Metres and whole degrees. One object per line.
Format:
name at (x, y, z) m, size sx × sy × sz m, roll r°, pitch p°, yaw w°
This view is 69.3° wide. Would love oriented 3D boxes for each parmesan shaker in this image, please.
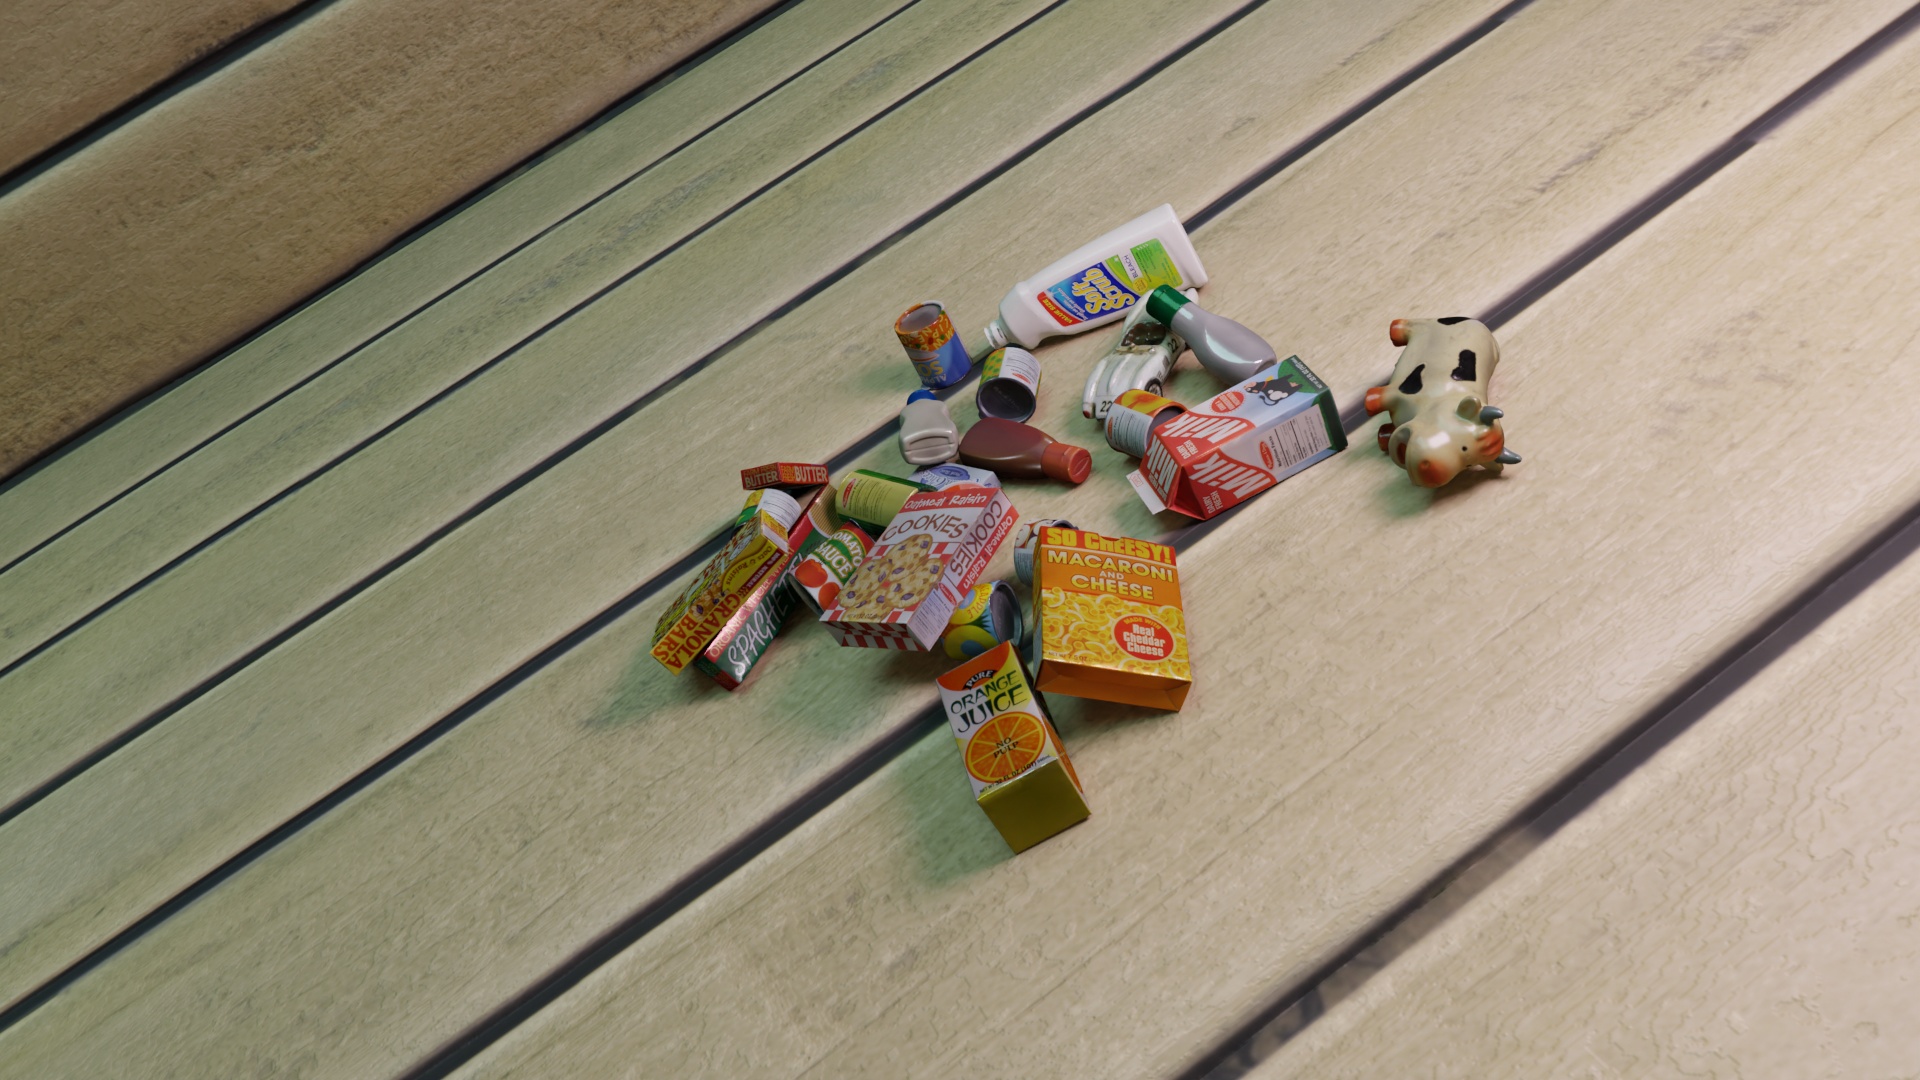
parmesan shaker at (-0.073, -0.031, 1.441) m, size 0.103 × 0.071 × 0.071 m, roll 16°, pitch 55°, yaw 43°

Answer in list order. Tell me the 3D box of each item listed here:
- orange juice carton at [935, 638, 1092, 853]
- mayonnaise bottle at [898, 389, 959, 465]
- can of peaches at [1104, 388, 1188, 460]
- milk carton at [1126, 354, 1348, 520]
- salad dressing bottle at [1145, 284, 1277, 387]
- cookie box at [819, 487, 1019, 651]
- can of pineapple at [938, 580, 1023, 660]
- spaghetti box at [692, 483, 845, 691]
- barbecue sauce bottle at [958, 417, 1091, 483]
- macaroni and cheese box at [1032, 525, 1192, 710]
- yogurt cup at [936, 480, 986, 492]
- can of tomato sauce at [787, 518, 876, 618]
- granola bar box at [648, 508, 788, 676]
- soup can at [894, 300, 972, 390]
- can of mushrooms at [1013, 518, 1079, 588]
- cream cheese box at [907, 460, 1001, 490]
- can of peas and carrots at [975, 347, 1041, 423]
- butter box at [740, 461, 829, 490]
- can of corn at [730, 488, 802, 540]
orange juice carton at (0.036, 0.153, 1.138) m, size 0.072 × 0.072 × 0.193 m, roll -28°, pitch 35°, yaw 4°
mayonnaise bottle at (-0.038, -0.127, 1.530) m, size 0.065 × 0.041 × 0.149 m, roll -10°, pitch 24°, yaw -1°
can of peaches at (0.187, -0.111, 1.363) m, size 0.071 × 0.071 × 0.058 m, roll -42°, pitch 38°, yaw -17°
milk carton at (0.250, -0.086, 1.283) m, size 0.190 × 0.073 × 0.072 m, roll -28°, pitch 36°, yaw 2°
salad dressing bottle at (0.252, -0.208, 1.407) m, size 0.064 × 0.043 × 0.148 m, roll -29°, pitch 57°, yaw -28°
cookie box at (-0.037, 0.024, 1.264) m, size 0.123 × 0.040 × 0.168 m, roll -2°, pitch 44°, yaw 47°
can of pineapple at (0.016, 0.071, 1.252) m, size 0.058 × 0.070 × 0.071 m, roll -11°, pitch 40°, yaw 24°
spaghetti box at (-0.185, 0.045, 1.431) m, size 0.028 × 0.050 × 0.251 m, roll -32°, pitch 21°, yaw 54°
barbecue sauce bottle at (0.068, -0.090, 1.434) m, size 0.148 × 0.043 × 0.065 m, roll 17°, pitch 55°, yaw 44°
macaroni and cheese box at (0.124, 0.061, 1.168) m, size 0.124 × 0.040 × 0.167 m, roll 9°, pitch 40°, yaw -5°
yogurt cup at (0.005, -0.017, 1.373) m, size 0.072 × 0.072 × 0.054 m, roll -24°, pitch 44°, yaw 7°
can of tomato sauce at (-0.122, 0.030, 1.394) m, size 0.083 × 0.071 × 0.071 m, roll -41°, pitch 38°, yaw -15°
granola bar box at (-0.244, 0.049, 1.407) m, size 0.165 × 0.039 × 0.124 m, roll -47°, pitch 14°, yaw 4°
soup can at (-0.034, -0.229, 1.635) m, size 0.071 × 0.083 × 0.072 m, roll -18°, pitch 38°, yaw 15°
can of mushrooms at (0.081, 0.011, 1.285) m, size 0.033 × 0.070 × 0.071 m, roll 3°, pitch 47°, yaw 38°
cream cheese box at (-0.012, -0.055, 1.461) m, size 0.104 × 0.024 × 0.053 m, roll 15°, pitch 56°, yaw 44°
can of peas and carrots at (0.052, -0.167, 1.521) m, size 0.071 × 0.070 × 0.059 m, roll -12°, pitch 39°, yaw 22°
butter box at (-0.196, -0.071, 1.553) m, size 0.053 × 0.024 × 0.103 m, roll -10°, pitch -3°, yaw 25°
can of corn at (-0.211, -0.013, 1.510) m, size 0.071 × 0.071 × 0.058 m, roll -11°, pitch 39°, yaw 24°
